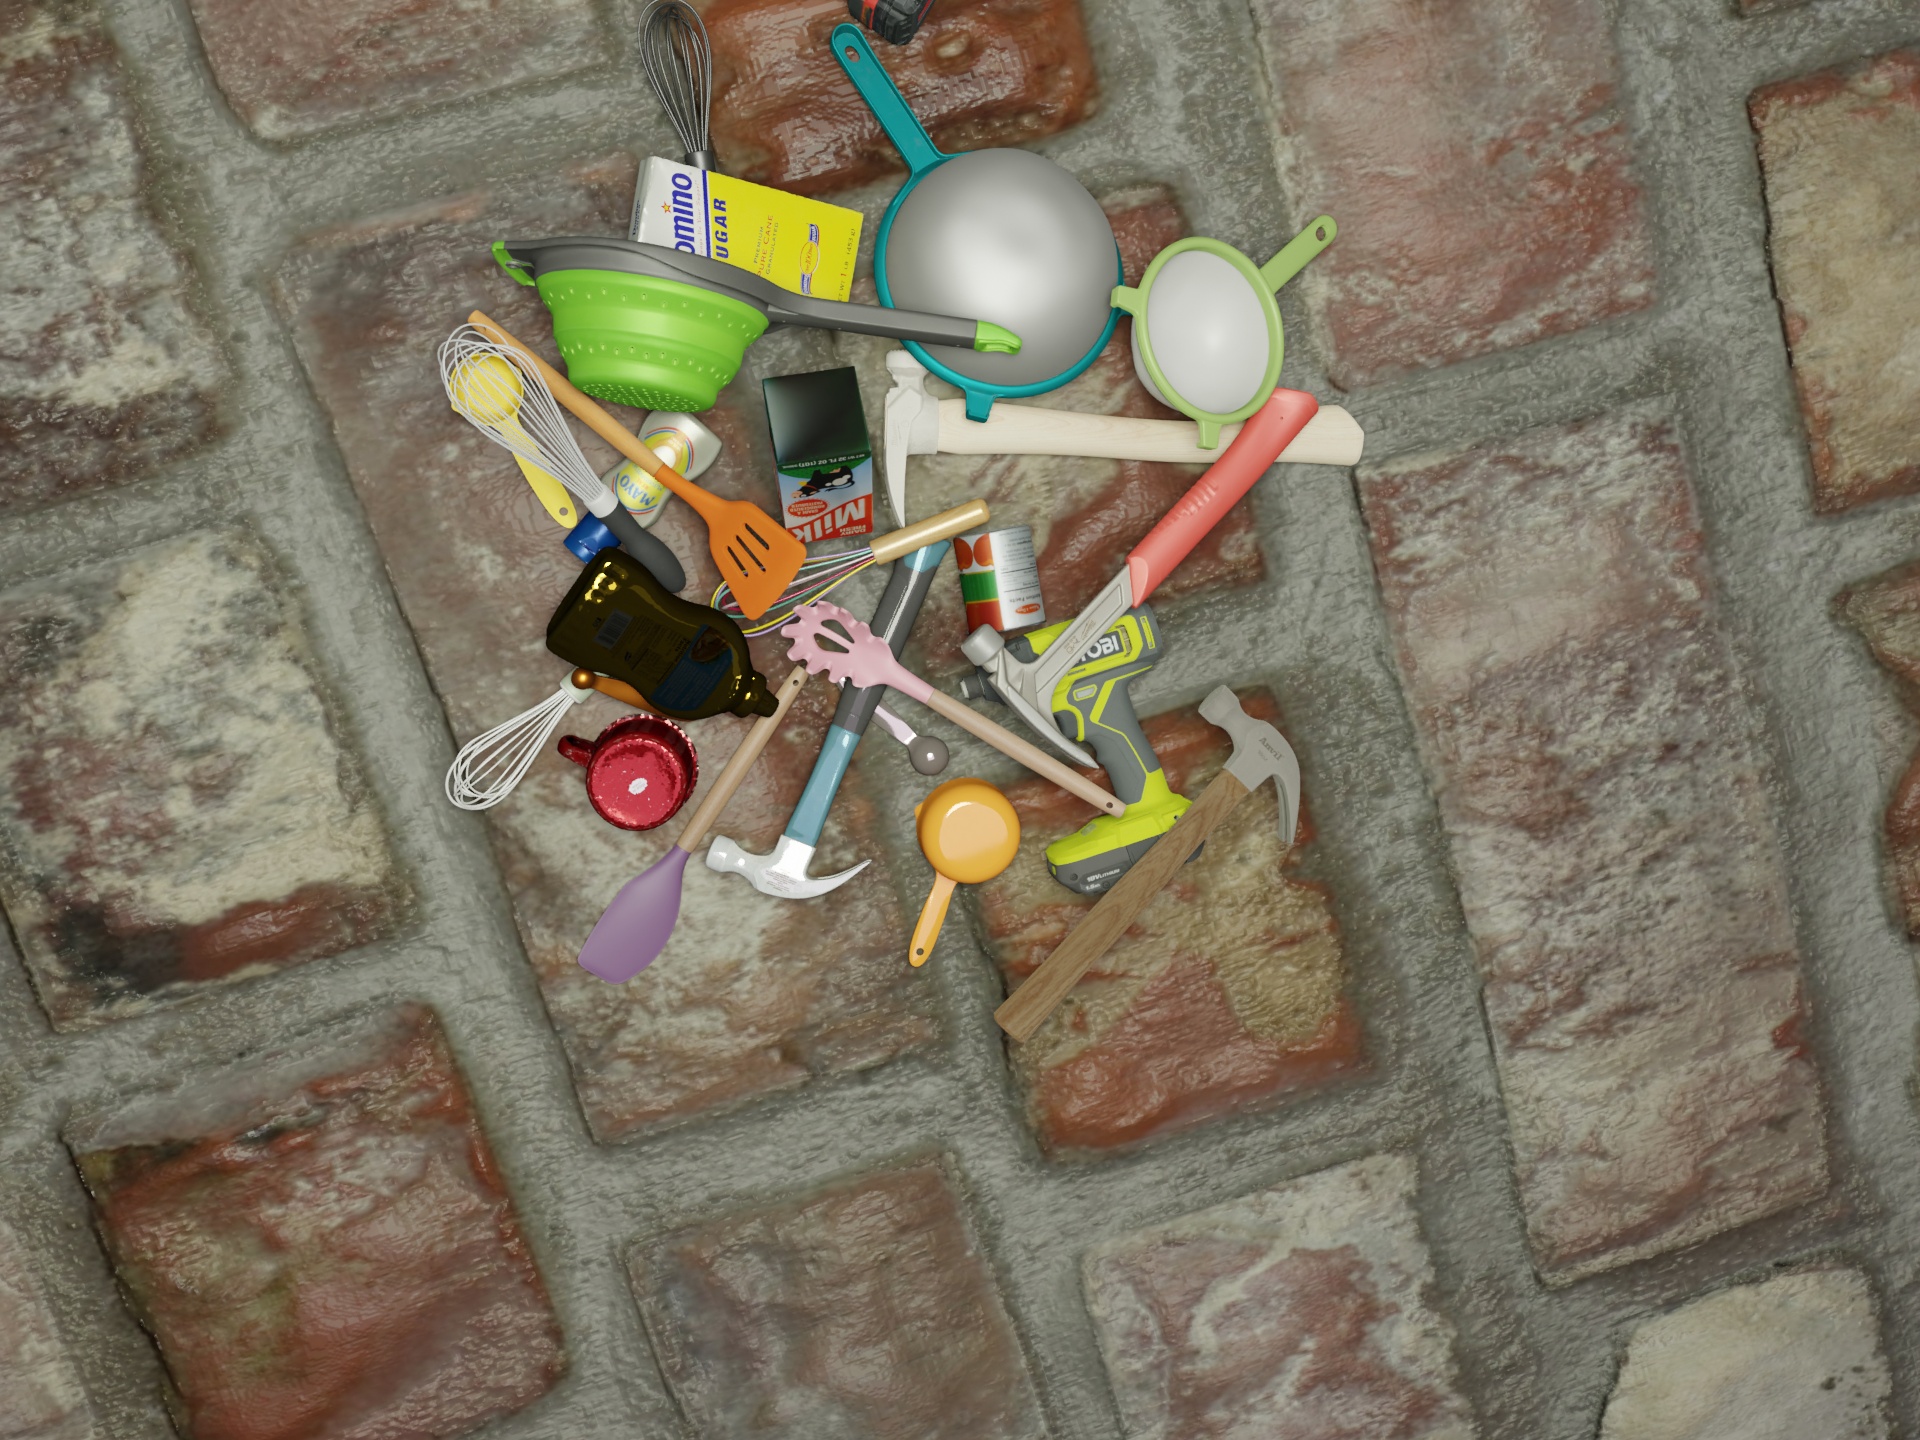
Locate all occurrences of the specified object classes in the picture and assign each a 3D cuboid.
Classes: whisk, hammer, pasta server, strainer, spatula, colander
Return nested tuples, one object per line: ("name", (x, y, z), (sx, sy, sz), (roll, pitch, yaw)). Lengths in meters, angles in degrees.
("whisk", (-0.213, -0.452, 1.273), (0.055, 0.055, 0.239), (-11, 102, -6))
("hammer", (-0.092, -0.005, 1.335), (0.128, 0.033, 0.331), (23, 89, -1))
("hammer", (0.172, -0.133, 1.308), (0.149, 0.037, 0.359), (45, 83, -9))
("pasta server", (-0.002, -0.004, 1.301), (0.316, 0.040, 0.060), (31, 101, -1))
("whisk", (-0.327, -0.017, 1.312), (0.246, 0.058, 0.059), (-44, 134, -4))
("hammer", (0.152, 0.135, 1.309), (0.130, 0.031, 0.331), (43, 88, -6))
("strainer", (0.005, -0.424, 1.264), (0.211, 0.095, 0.340), (-35, 93, -14))
("whisk", (-0.294, -0.190, 1.216), (0.070, 0.070, 0.284), (-40, 134, -1))
("hammer", (0.139, -0.230, 1.348), (0.410, 0.038, 0.146), (1, 98, -8))
("strainer", (0.221, -0.344, 1.322), (0.256, 0.069, 0.151), (-44, 109, -27))
("spatula", (-0.218, 0.088, 1.347), (0.059, 0.018, 0.316), (33, 93, -16))
("spatula", (-0.259, -0.211, 1.253), (0.322, 0.041, 0.081), (39, 116, -7))
("colander", (-0.155, -0.278, 1.206), (0.397, 0.204, 0.094), (8, 90, -2))
("whisk", (-0.093, -0.133, 1.307), (0.245, 0.047, 0.051), (-21, 139, 3))

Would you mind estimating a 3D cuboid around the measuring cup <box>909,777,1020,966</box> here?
("measuring cup", (-0.007, 0.135, 1.361), (0.095, 0.052, 0.173), (20, 92, -9))

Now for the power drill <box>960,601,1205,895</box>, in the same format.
("power drill", (0.108, 0.027, 1.355), (0.171, 0.080, 0.223), (-18, 95, -5))

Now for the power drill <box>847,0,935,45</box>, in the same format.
("power drill", (-0.099, -0.666, 1.250), (0.226, 0.080, 0.188), (31, 92, -7))

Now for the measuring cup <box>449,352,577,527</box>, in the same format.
("measuring cup", (-0.358, -0.227, 1.295), (0.062, 0.029, 0.156), (-30, 111, -3))

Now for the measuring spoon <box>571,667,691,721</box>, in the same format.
("measuring spoon", (-0.265, -0.019, 1.310), (0.116, 0.011, 0.021), (20, 97, -32))

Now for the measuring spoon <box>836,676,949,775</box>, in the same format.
("measuring spoon", (-0.059, 0.002, 1.357), (0.124, 0.018, 0.034), (41, 90, -8))
